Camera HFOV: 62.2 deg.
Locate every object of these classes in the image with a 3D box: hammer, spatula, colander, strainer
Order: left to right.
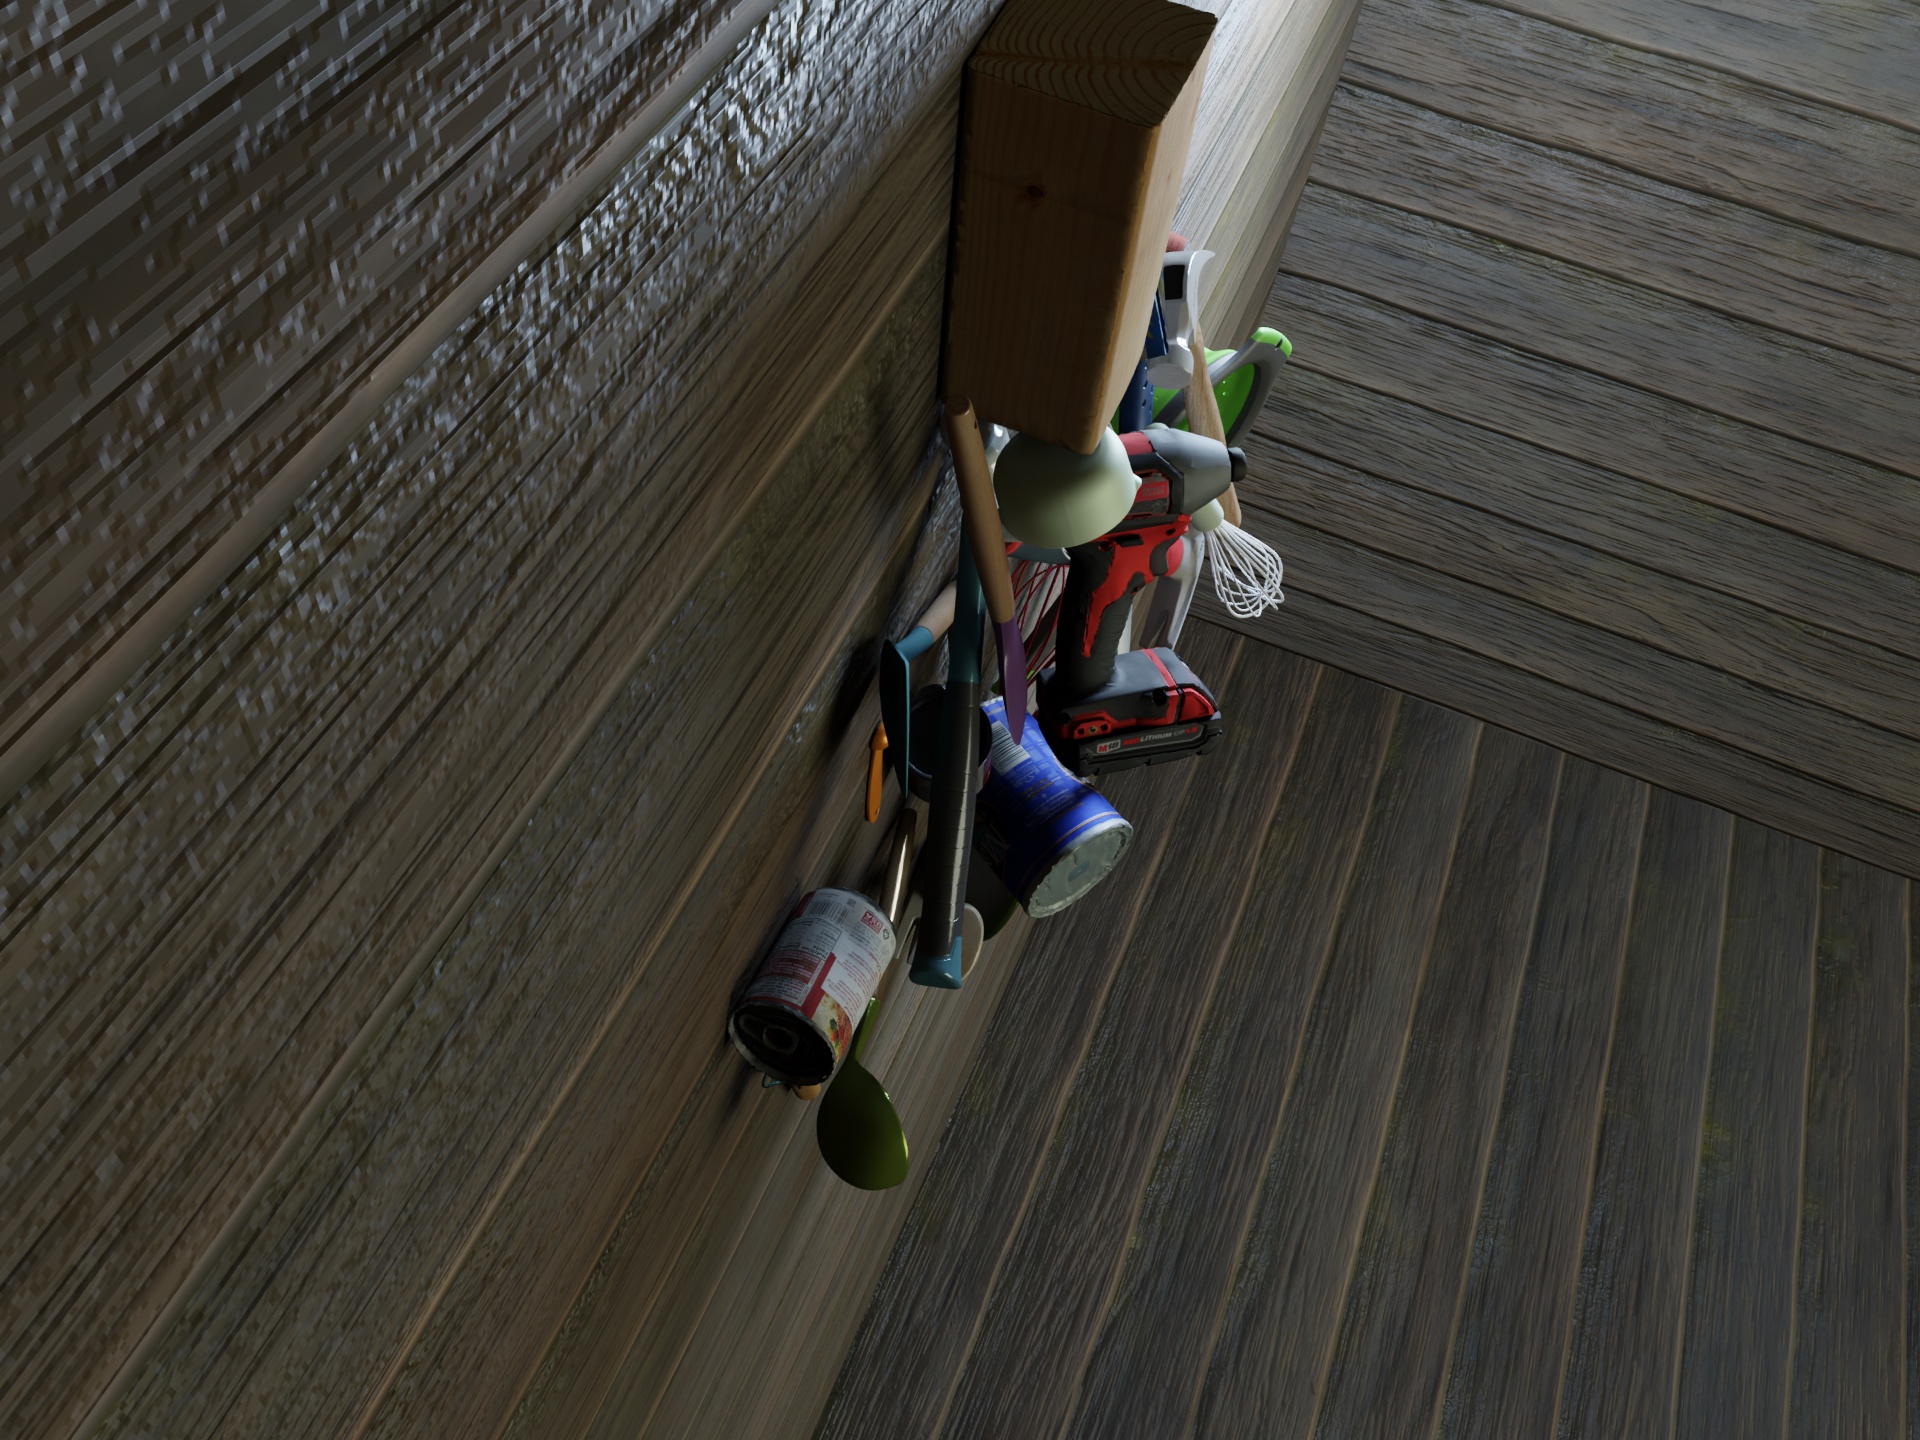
[{"bbox_3d":[-0.017,0.155,1.226,0.410,0.038,0.146,-133,-116,-87],"label":"hammer"},{"bbox_3d":[-0.007,-0.059,1.011,0.318,0.044,0.082,-57,151,-60],"label":"spatula"},{"bbox_3d":[0.000,-0.008,0.922,0.128,0.033,0.331,13,82,-79],"label":"hammer"},{"bbox_3d":[0.025,0.084,1.505,0.151,0.069,0.257,-53,-160,45],"label":"strainer"},{"bbox_3d":[0.019,-0.070,0.862,0.315,0.018,0.060,74,21,-61],"label":"spatula"},{"bbox_3d":[0.108,-0.120,1.237,0.386,0.038,0.143,-6,114,-62],"label":"hammer"},{"bbox_3d":[0.123,-0.197,1.393,0.397,0.094,0.204,-53,163,19],"label":"colander"},{"bbox_3d":[0.127,-0.183,1.160,0.144,0.035,0.405,-9,103,-60],"label":"hammer"},{"bbox_3d":[0.183,-0.232,1.199,0.331,0.031,0.130,55,40,-64],"label":"hammer"}]

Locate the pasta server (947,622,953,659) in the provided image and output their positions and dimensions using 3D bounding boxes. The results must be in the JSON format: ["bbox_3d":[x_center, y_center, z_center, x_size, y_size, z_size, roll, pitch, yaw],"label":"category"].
[{"bbox_3d":[-0.002,-0.004,1.244,0.316,0.040,0.060,84,28,-63],"label":"pasta server"}]

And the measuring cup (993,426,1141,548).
[{"bbox_3d":[0.052,-0.167,0.891,0.038,0.083,0.168,67,14,-49],"label":"measuring cup"}]

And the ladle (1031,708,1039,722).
[{"bbox_3d":[0.089,-0.027,1.343,0.315,0.031,0.069,112,-5,-67],"label":"ladle"}]

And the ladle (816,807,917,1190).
[{"bbox_3d":[-0.046,0.178,1.100,0.320,0.062,0.078,-80,-177,-49],"label":"ladle"}]

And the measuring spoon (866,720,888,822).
[{"bbox_3d":[-0.053,0.038,1.059,0.116,0.011,0.021,98,15,-56],"label":"measuring spoon"}]

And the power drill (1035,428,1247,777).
[{"bbox_3d":[0.113,-0.081,1.025,0.079,0.143,0.219,-117,-161,-56],"label":"power drill"}]

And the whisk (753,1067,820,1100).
[{"bbox_3d":[-0.111,0.241,1.093,0.244,0.047,0.051,97,15,-70],"label":"whisk"}]

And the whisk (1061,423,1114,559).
[{"bbox_3d":[0.074,-0.205,1.003,0.284,0.070,0.070,75,33,-48],"label":"whisk"}]

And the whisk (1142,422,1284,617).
[{"bbox_3d":[0.190,-0.148,1.198,0.059,0.058,0.246,-48,140,-1],"label":"whisk"}]

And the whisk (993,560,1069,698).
[{"bbox_3d":[0.044,-0.030,1.367,0.073,0.073,0.295,-57,170,-54],"label":"whisk"}]
